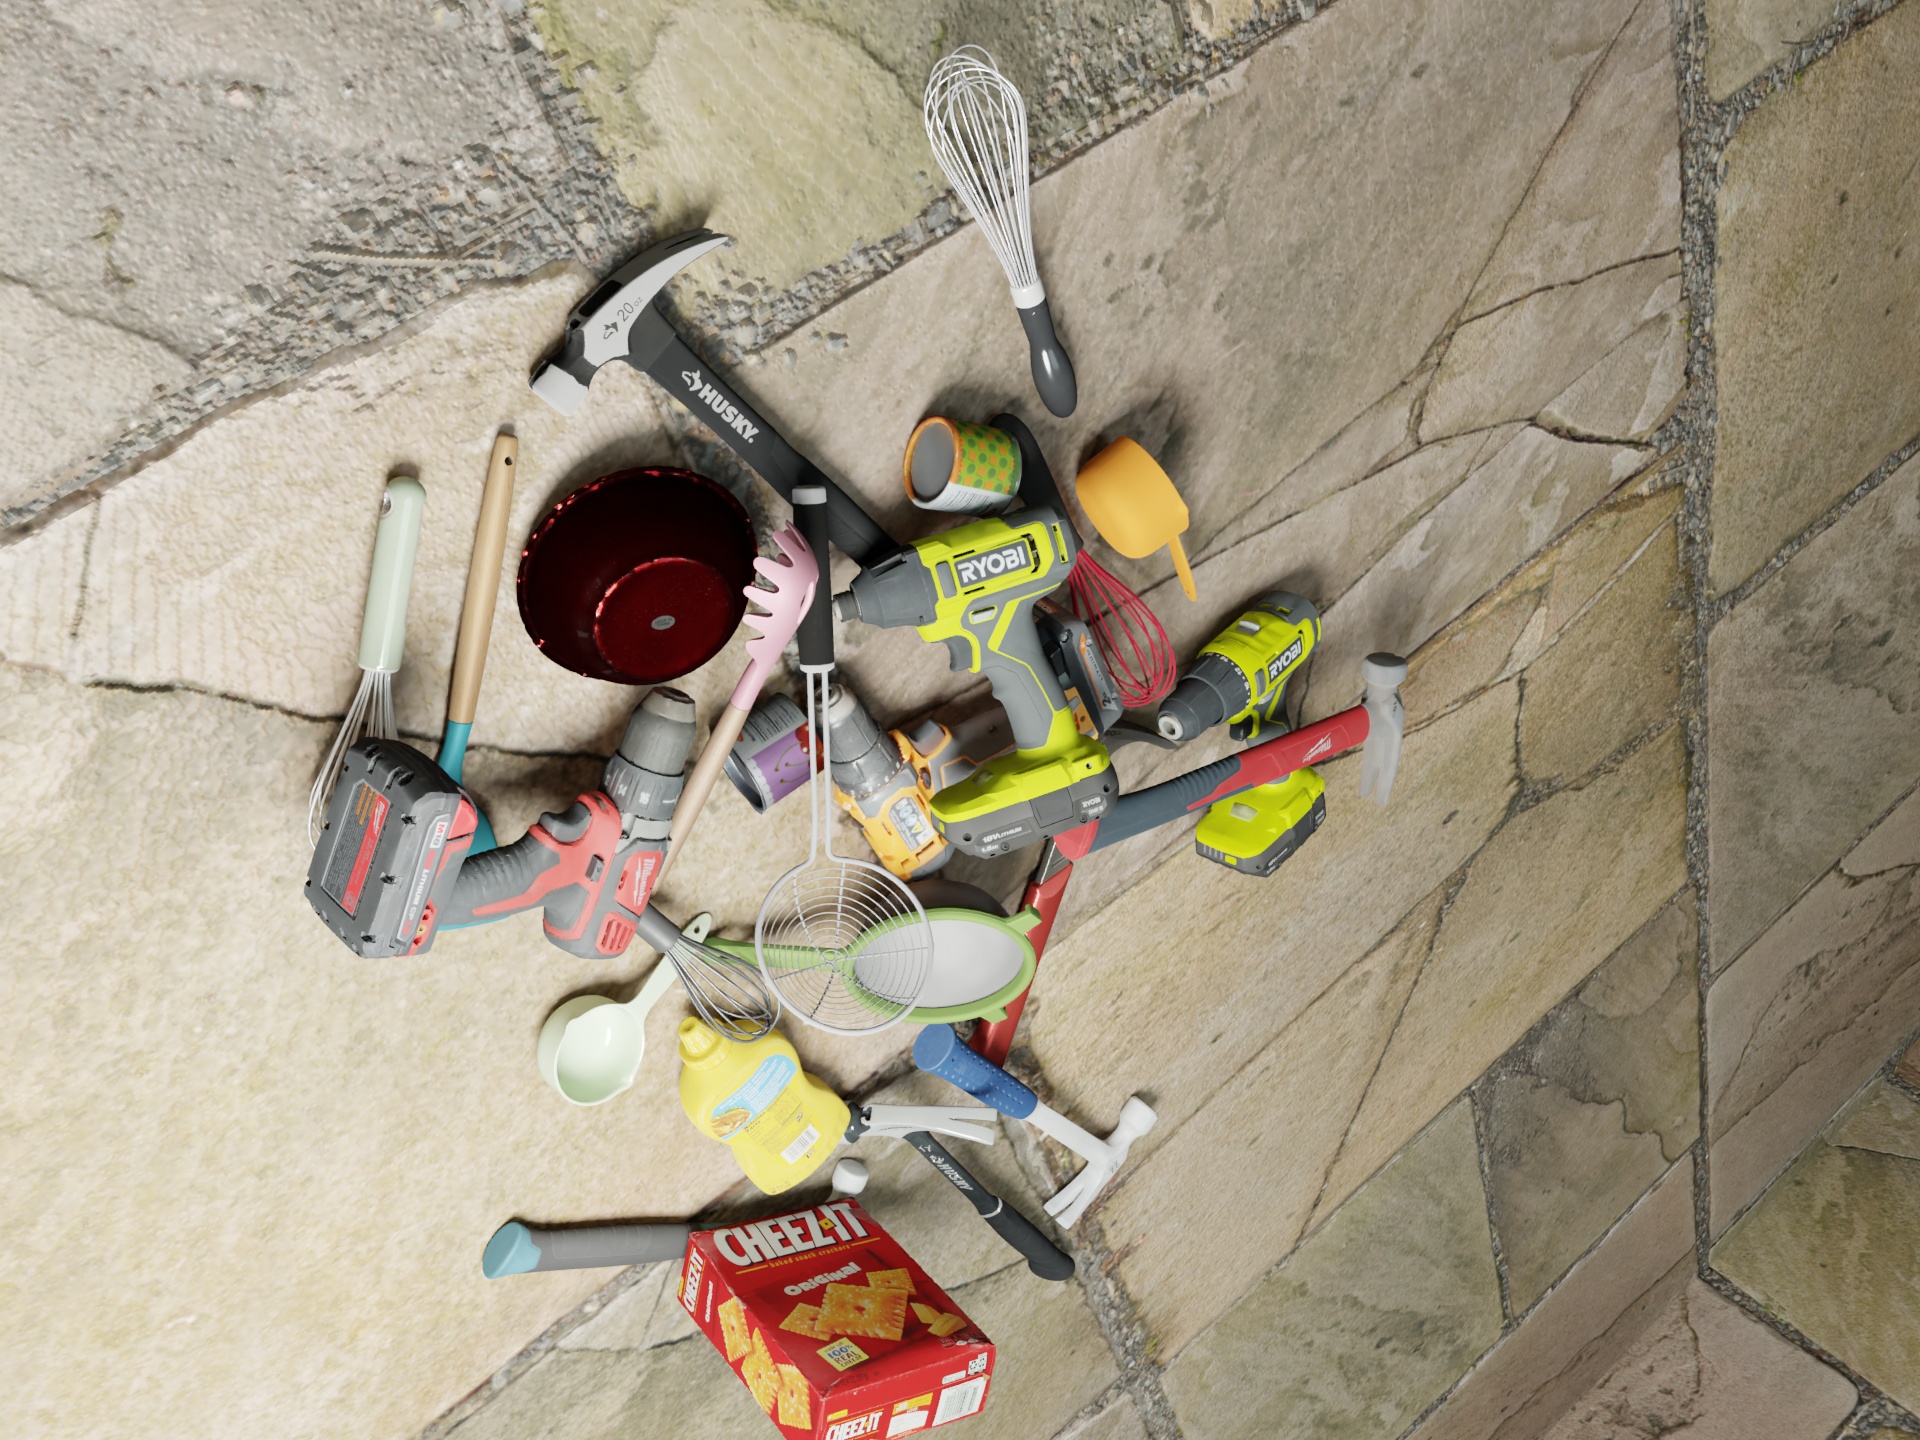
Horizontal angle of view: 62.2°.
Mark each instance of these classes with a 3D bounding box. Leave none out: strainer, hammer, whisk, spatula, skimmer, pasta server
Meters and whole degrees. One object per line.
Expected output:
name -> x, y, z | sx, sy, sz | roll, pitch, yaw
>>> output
strainer -> -0.070, 0.166, 1.234 | 0.256, 0.069, 0.151 | 5, 137, -8
hammer -> 0.075, 0.167, 1.388 | 0.149, 0.037, 0.359 | 5, 109, -39
whisk -> -0.213, 0.158, 1.141 | 0.055, 0.055, 0.238 | -47, 120, -7
spatula -> -0.302, -0.021, 0.995 | 0.082, 0.044, 0.317 | -3, 113, -44
hammer -> 0.062, 0.357, 1.436 | 0.144, 0.035, 0.405 | -52, 142, -6
skimmer -> -0.083, 0.028, 1.067 | 0.127, 0.090, 0.363 | -8, 106, -24
hammer -> 0.234, 0.056, 1.324 | 0.386, 0.038, 0.143 | -18, 120, -33
hammer -> -0.119, -0.177, 1.057 | 0.146, 0.035, 0.334 | -52, 133, -2
hammer -> -0.227, 0.422, 1.295 | 0.330, 0.033, 0.128 | 12, 104, -40
whisk -> 0.094, -0.120, 1.237 | 0.073, 0.073, 0.295 | -42, 126, -12
hammer -> 0.025, 0.437, 1.455 | 0.408, 0.149, 0.036 | 56, 34, -47
whisk -> 0.037, -0.322, 1.090 | 0.070, 0.070, 0.284 | -38, 135, -15
whisk -> -0.349, -0.025, 0.955 | 0.059, 0.058, 0.246 | 3, 107, -40
pasta server -> -0.165, 0.005, 1.070 | 0.316, 0.040, 0.060 | -59, 180, 30

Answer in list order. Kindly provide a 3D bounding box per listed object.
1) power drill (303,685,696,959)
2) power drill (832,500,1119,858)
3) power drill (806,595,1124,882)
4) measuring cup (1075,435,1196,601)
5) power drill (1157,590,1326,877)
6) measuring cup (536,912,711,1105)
power drill -> -0.267, 0.060, 0.985 | 0.226, 0.080, 0.188 | 8, 108, -53
power drill -> 0.015, -0.025, 1.126 | 0.171, 0.080, 0.223 | -19, 102, -11
power drill -> -0.002, -0.004, 1.213 | 0.226, 0.084, 0.185 | -38, 129, -10
measuring cup -> 0.142, -0.141, 1.243 | 0.052, 0.095, 0.173 | -35, 134, -6
power drill -> 0.249, 0.022, 1.400 | 0.190, 0.080, 0.228 | -38, 131, -32
measuring cup -> -0.246, 0.204, 1.171 | 0.168, 0.038, 0.083 | -53, 133, -26
